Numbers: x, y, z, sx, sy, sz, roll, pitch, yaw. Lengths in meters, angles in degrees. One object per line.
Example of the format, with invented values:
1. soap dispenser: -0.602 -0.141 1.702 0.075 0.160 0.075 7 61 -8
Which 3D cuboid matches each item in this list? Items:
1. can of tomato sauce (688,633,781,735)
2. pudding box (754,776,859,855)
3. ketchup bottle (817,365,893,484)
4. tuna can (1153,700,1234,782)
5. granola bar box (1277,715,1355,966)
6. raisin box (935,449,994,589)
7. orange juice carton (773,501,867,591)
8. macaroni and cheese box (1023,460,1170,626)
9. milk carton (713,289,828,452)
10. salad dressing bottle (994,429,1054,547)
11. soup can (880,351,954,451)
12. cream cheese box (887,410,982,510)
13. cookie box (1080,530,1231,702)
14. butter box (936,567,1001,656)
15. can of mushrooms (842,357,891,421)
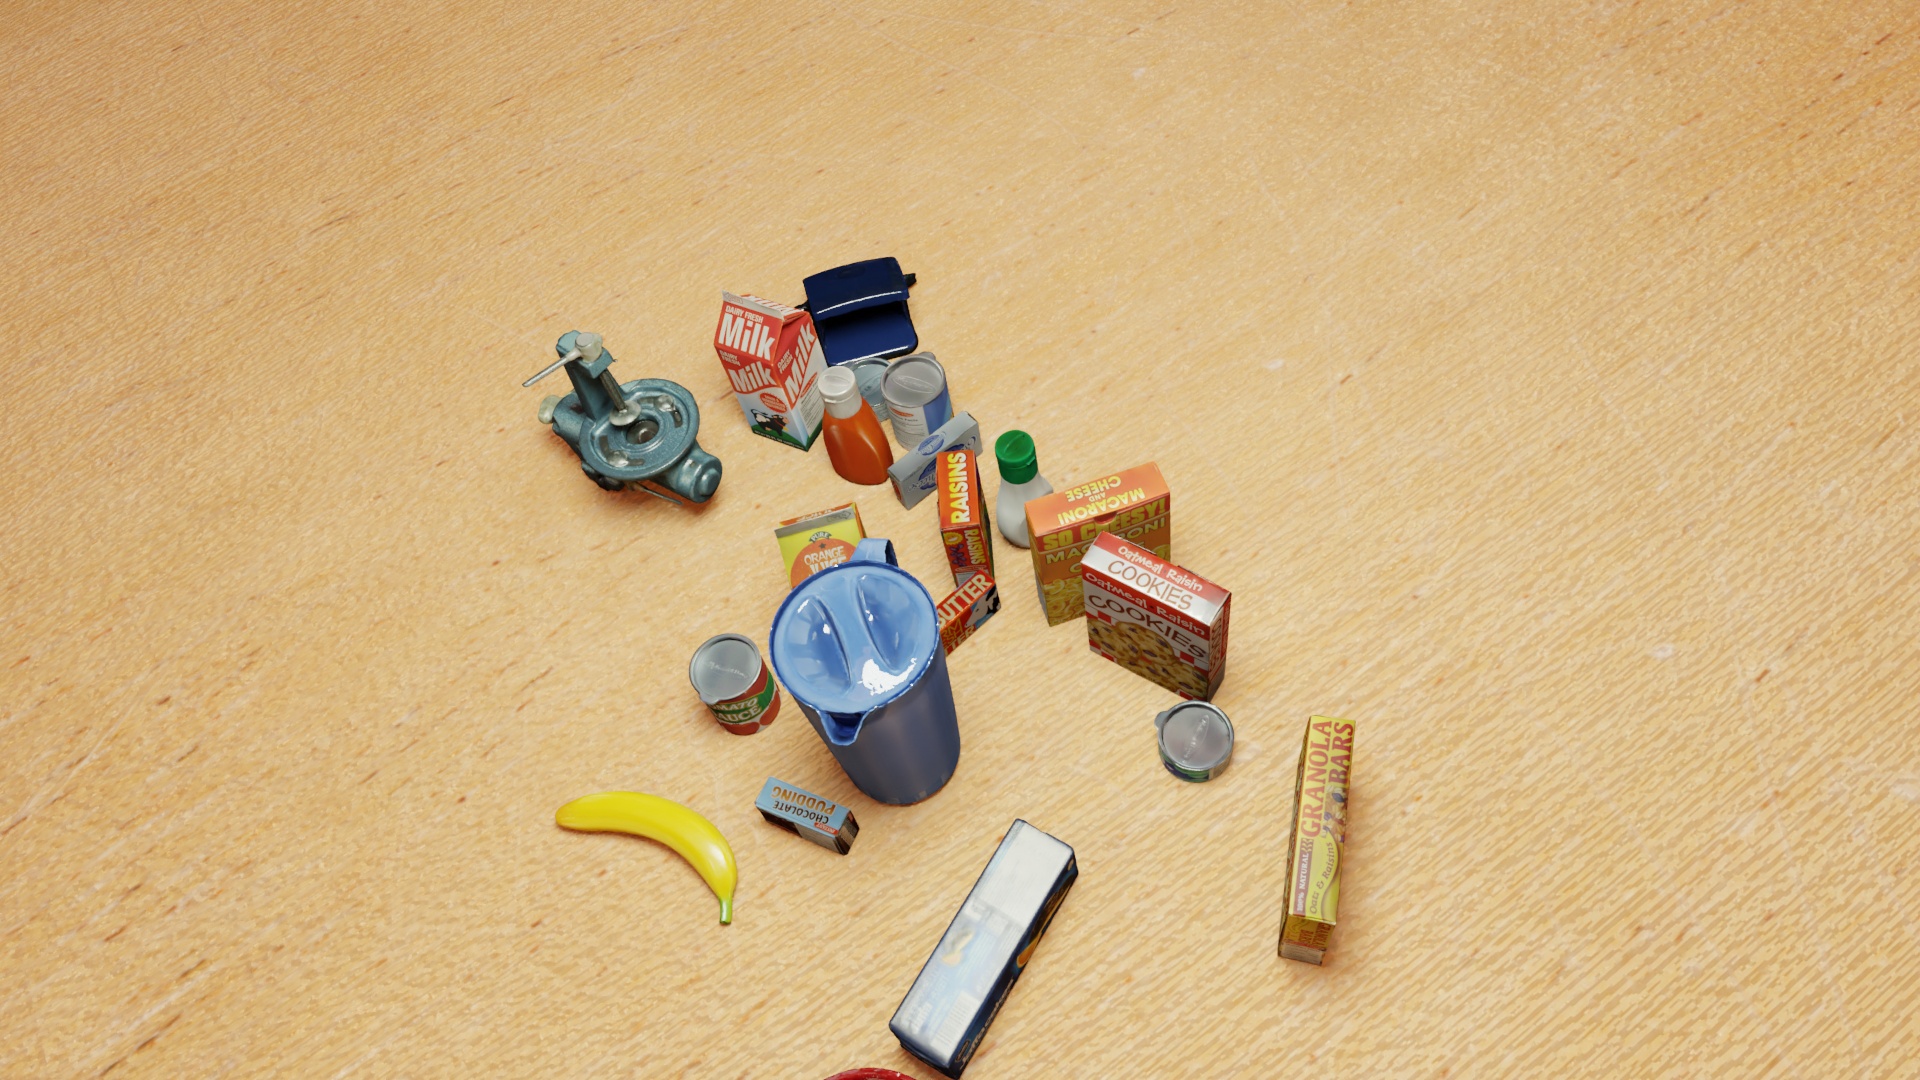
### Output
1. can of tomato sauce: -0.205 0.135 1.272 0.071 0.082 0.071 -4 59 6
2. pudding box: -0.134 0.241 1.216 0.084 0.049 0.030 18 63 18
3. ketchup bottle: -0.108 -0.112 1.371 0.065 0.148 0.044 13 62 16
4. tuna can: 0.204 0.175 1.217 0.071 0.032 0.071 -4 58 6
5. granola bar box: 0.284 0.240 1.112 0.039 0.123 0.166 8 60 13
6. raisin box: 0.005 -0.016 1.310 0.040 0.123 0.086 -6 58 5
7. orange juice carton: -0.113 0.030 1.258 0.072 0.191 0.073 -15 58 -1
8. macaroni and cheese box: 0.127 0.007 1.253 0.124 0.165 0.040 -18 58 -3
9. milk carton: -0.187 -0.179 1.398 0.072 0.189 0.074 21 64 19
10. salad dressing bottle: 0.058 -0.048 1.308 0.044 0.147 0.064 34 69 25
11. soup can: -0.041 -0.140 1.416 0.071 0.083 0.071 -4 59 6
12. cream cheese box: -0.025 -0.081 1.395 0.104 0.053 0.024 -39 61 -15
13. cookie box: 0.170 0.070 1.207 0.123 0.166 0.040 26 66 22
14. butter box: -0.008 0.076 1.297 0.104 0.053 0.024 -40 62 -16
15. can of mushrooms: -0.096 -0.159 1.465 0.071 0.033 0.071 -4 58 6
